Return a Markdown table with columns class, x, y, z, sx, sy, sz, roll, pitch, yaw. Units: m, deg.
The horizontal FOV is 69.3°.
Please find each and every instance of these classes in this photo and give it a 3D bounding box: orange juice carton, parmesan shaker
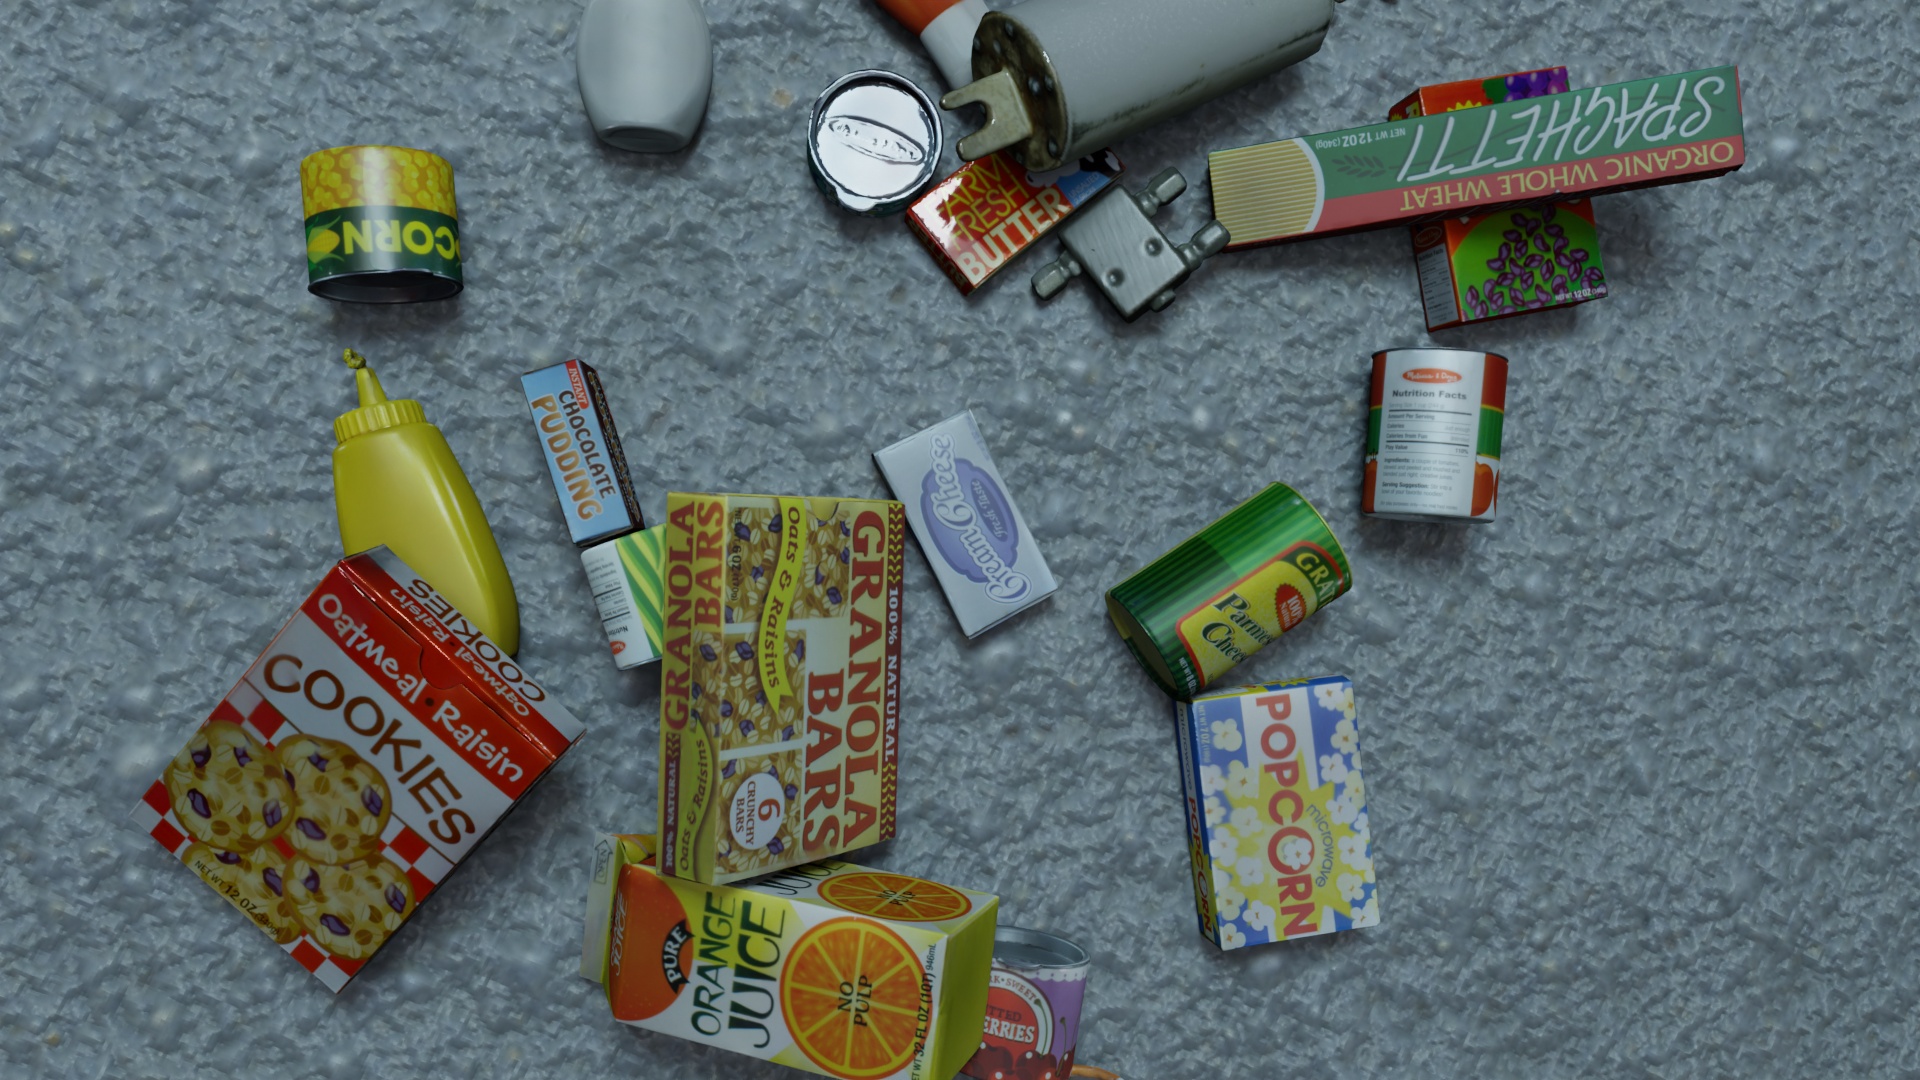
| class | x | y | z | sx | sy | sz | roll | pitch | yaw |
| --- | --- | --- | --- | --- | --- | --- | --- | --- | --- |
| orange juice carton | -0.087 | 0.184 | 0.629 | 0.193 | 0.073 | 0.071 | 8 | 92 | 18 |
| parmesan shaker | 0.133 | 0.027 | 0.690 | 0.103 | 0.071 | 0.071 | -33 | 93 | -7 |

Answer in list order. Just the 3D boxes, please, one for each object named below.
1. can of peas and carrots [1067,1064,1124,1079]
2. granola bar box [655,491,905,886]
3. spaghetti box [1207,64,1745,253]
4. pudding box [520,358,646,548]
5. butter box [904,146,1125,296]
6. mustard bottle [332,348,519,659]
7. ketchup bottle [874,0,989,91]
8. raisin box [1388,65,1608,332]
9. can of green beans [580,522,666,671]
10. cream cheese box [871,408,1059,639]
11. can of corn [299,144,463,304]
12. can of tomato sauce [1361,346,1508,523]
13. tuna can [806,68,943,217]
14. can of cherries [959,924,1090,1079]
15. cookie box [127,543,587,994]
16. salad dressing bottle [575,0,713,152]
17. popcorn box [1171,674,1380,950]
| class | x | y | z | sx | sy | sz | roll | pitch | yaw |
| --- | --- | --- | --- | --- | --- | --- | --- | --- | --- |
| can of peas and carrots | 0.047 | 0.292 | 0.670 | 0.071 | 0.071 | 0.058 | 1 | 88 | -8 |
| granola bar box | -0.077 | 0.062 | 0.631 | 0.039 | 0.124 | 0.165 | 2 | 90 | 35 |
| spaghetti box | 0.250 | -0.187 | 0.686 | 0.250 | 0.029 | 0.050 | -7 | 93 | 13 |
| pudding box | -0.177 | -0.040 | 0.654 | 0.030 | 0.049 | 0.083 | -17 | 91 | -5 |
| butter box | 0.027 | -0.175 | 0.700 | 0.103 | 0.024 | 0.053 | -39 | 93 | -7 |
| mustard bottle | -0.254 | -0.013 | 0.643 | 0.065 | 0.049 | 0.160 | -17 | 90 | -2 |
| ketchup bottle | -0.025 | -0.290 | 0.686 | 0.065 | 0.043 | 0.148 | -33 | 93 | -7 |
| raisin box | 0.282 | -0.178 | 0.729 | 0.086 | 0.040 | 0.123 | -11 | 91 | -7 |
| can of green beans | -0.137 | 0.023 | 0.650 | 0.071 | 0.071 | 0.058 | -19 | 91 | -8 |
| cream cheese box | 0.002 | -0.009 | 0.692 | 0.053 | 0.024 | 0.103 | -27 | 92 | -7 |
| can of corn | -0.263 | -0.144 | 0.634 | 0.071 | 0.071 | 0.058 | -5 | 89 | -8 |
| can of tomato sauce | 0.241 | -0.052 | 0.707 | 0.071 | 0.071 | 0.083 | 5 | 88 | -8 |
| tuna can | -0.044 | -0.193 | 0.686 | 0.071 | 0.033 | 0.071 | 0 | 88 | -8 |
| can of cherries | 0.024 | 0.222 | 0.665 | 0.071 | 0.071 | 0.058 | 10 | 88 | -8 |
| cookie box | -0.266 | 0.102 | 0.613 | 0.123 | 0.040 | 0.167 | 44 | 105 | -5 |
| salad dressing bottle | -0.151 | -0.265 | 0.668 | 0.064 | 0.044 | 0.147 | 1 | 87 | -6 |
| popcorn box | 0.159 | 0.135 | 0.703 | 0.085 | 0.038 | 0.126 | -6 | 89 | -9 |
